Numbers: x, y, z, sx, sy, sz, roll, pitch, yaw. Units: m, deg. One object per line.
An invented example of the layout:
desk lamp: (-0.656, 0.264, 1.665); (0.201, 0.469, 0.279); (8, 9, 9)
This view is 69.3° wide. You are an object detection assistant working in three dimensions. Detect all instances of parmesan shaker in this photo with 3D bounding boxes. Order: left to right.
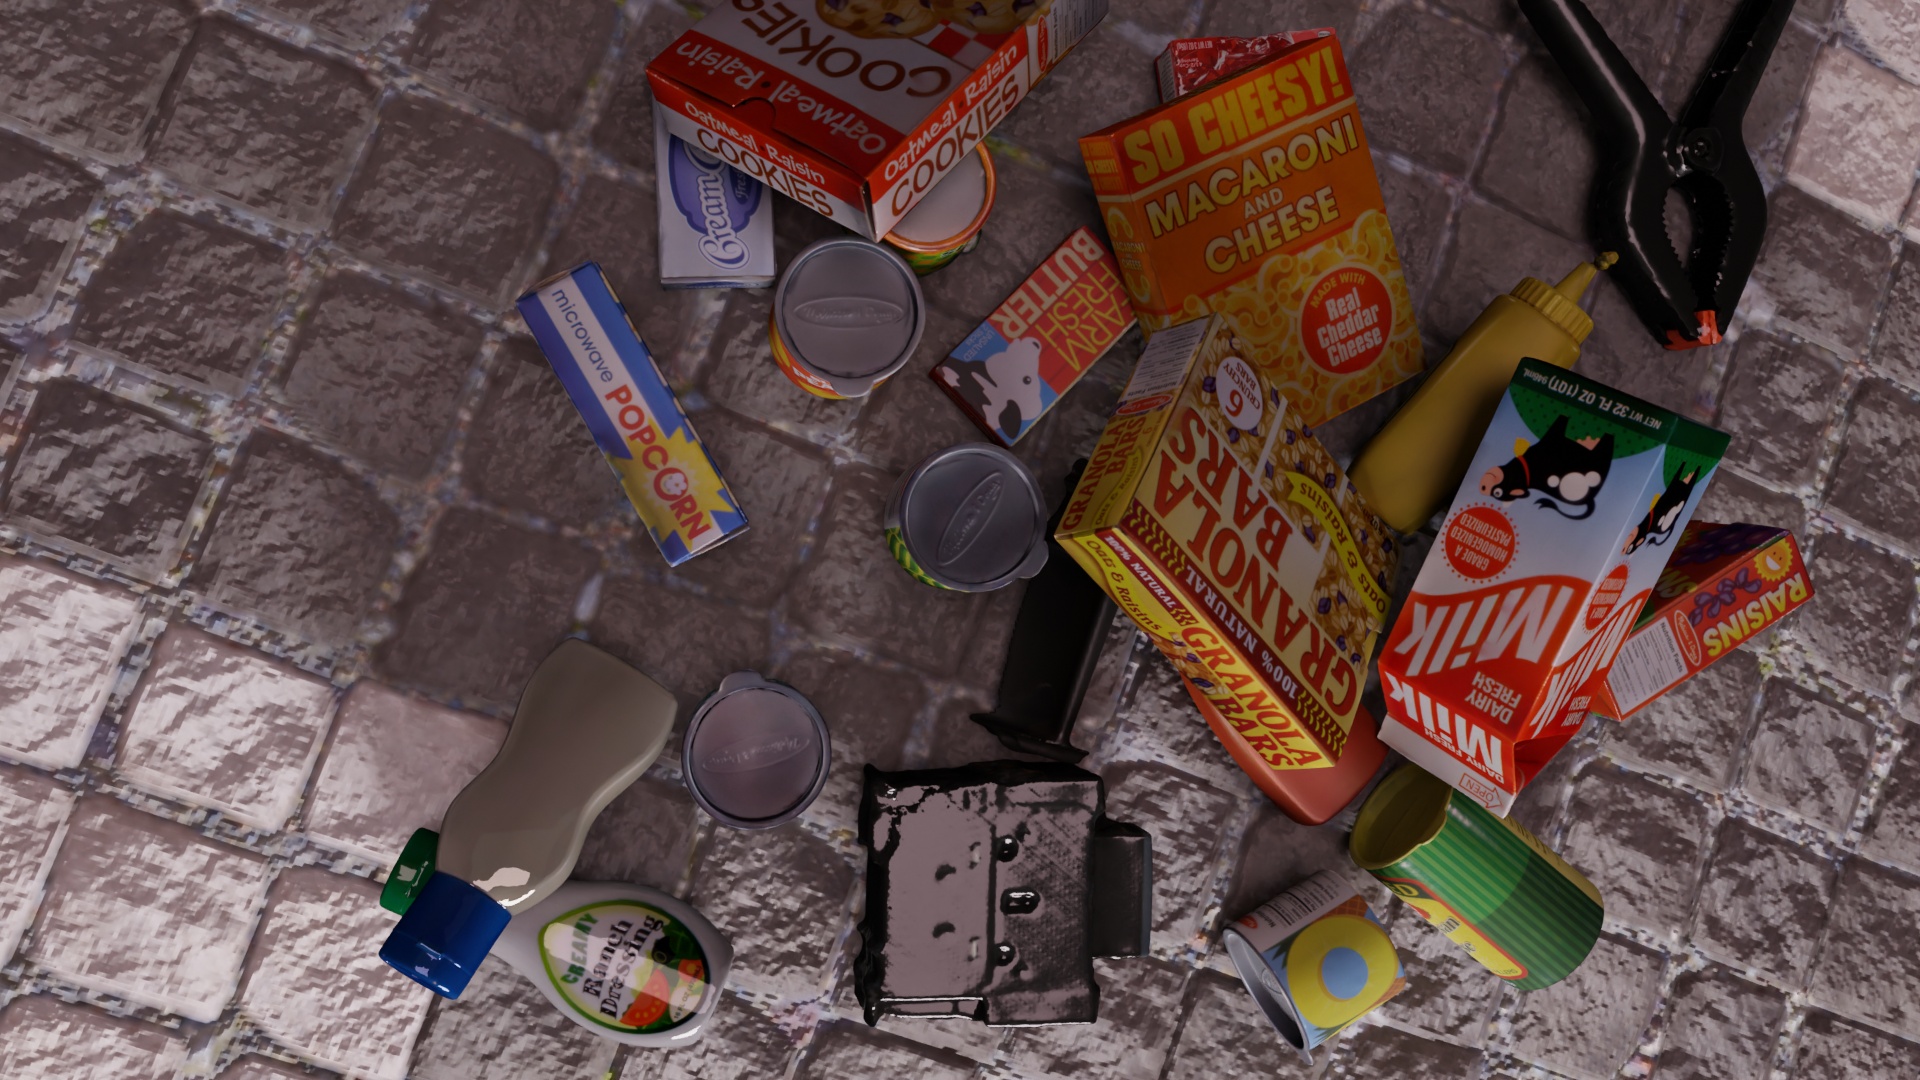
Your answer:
parmesan shaker: (0.250, 0.162, 0.672); (0.103, 0.071, 0.071); (39, 82, -8)

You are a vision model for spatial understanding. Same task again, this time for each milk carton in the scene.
milk carton: (0.252, 0.023, 0.614); (0.073, 0.072, 0.190); (4, 113, -46)

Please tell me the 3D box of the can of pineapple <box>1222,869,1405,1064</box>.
can of pineapple: (0.168, 0.200, 0.657); (0.058, 0.071, 0.071); (-28, 94, -10)

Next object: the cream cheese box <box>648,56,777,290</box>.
cream cheese box: (-0.113, -0.168, 0.636); (0.053, 0.024, 0.103); (-3, 89, -11)

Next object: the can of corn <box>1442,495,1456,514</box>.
can of corn: (0.281, -0.021, 0.685); (0.058, 0.071, 0.071); (35, 82, -7)

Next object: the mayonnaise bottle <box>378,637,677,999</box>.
mayonnaise bottle: (-0.181, 0.115, 0.579); (0.065, 0.041, 0.149); (31, 60, -2)

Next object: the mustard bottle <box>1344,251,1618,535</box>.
mustard bottle: (0.250, -0.075, 0.660); (0.049, 0.065, 0.160); (42, 103, 13)

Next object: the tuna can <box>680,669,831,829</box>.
tuna can: (-0.093, 0.092, 0.627); (0.071, 0.033, 0.071); (0, 88, -11)

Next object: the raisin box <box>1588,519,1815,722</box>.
raisin box: (0.337, 0.035, 0.685); (0.123, 0.086, 0.040); (-29, 100, -10)

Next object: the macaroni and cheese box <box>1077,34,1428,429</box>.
macaroni and cheese box: (0.139, -0.133, 0.653); (0.124, 0.040, 0.166); (-27, 110, -12)

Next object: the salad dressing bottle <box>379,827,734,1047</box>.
salad dressing bottle: (-0.174, 0.170, 0.603); (0.148, 0.044, 0.064); (25, 77, -7)

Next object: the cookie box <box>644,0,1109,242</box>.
cookie box: (-0.033, -0.217, 0.600); (0.123, 0.040, 0.168); (32, 67, 22)

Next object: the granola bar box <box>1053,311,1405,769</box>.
granola bar box: (0.125, 0.002, 0.606); (0.165, 0.039, 0.125); (45, 55, -26)

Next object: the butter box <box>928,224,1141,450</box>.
butter box: (0.039, -0.097, 0.664); (0.053, 0.024, 0.103); (45, 81, -7)

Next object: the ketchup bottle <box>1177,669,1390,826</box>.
ketchup bottle: (0.137, 0.064, 0.667); (0.065, 0.043, 0.148); (-44, 96, -16)

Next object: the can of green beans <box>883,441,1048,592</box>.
can of green beans: (0.001, -0.010, 0.636); (0.071, 0.058, 0.071); (0, 88, -11)

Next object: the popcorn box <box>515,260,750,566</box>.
popcorn box: (-0.138, -0.051, 0.597); (0.038, 0.085, 0.126); (-30, 95, -9)

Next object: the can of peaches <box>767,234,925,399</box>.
can of peaches: (-0.053, -0.097, 0.629); (0.071, 0.058, 0.071); (0, 89, -12)

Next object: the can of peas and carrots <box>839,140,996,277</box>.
can of peas and carrots: (-0.019, -0.157, 0.637); (0.071, 0.058, 0.071); (0, 89, -11)
